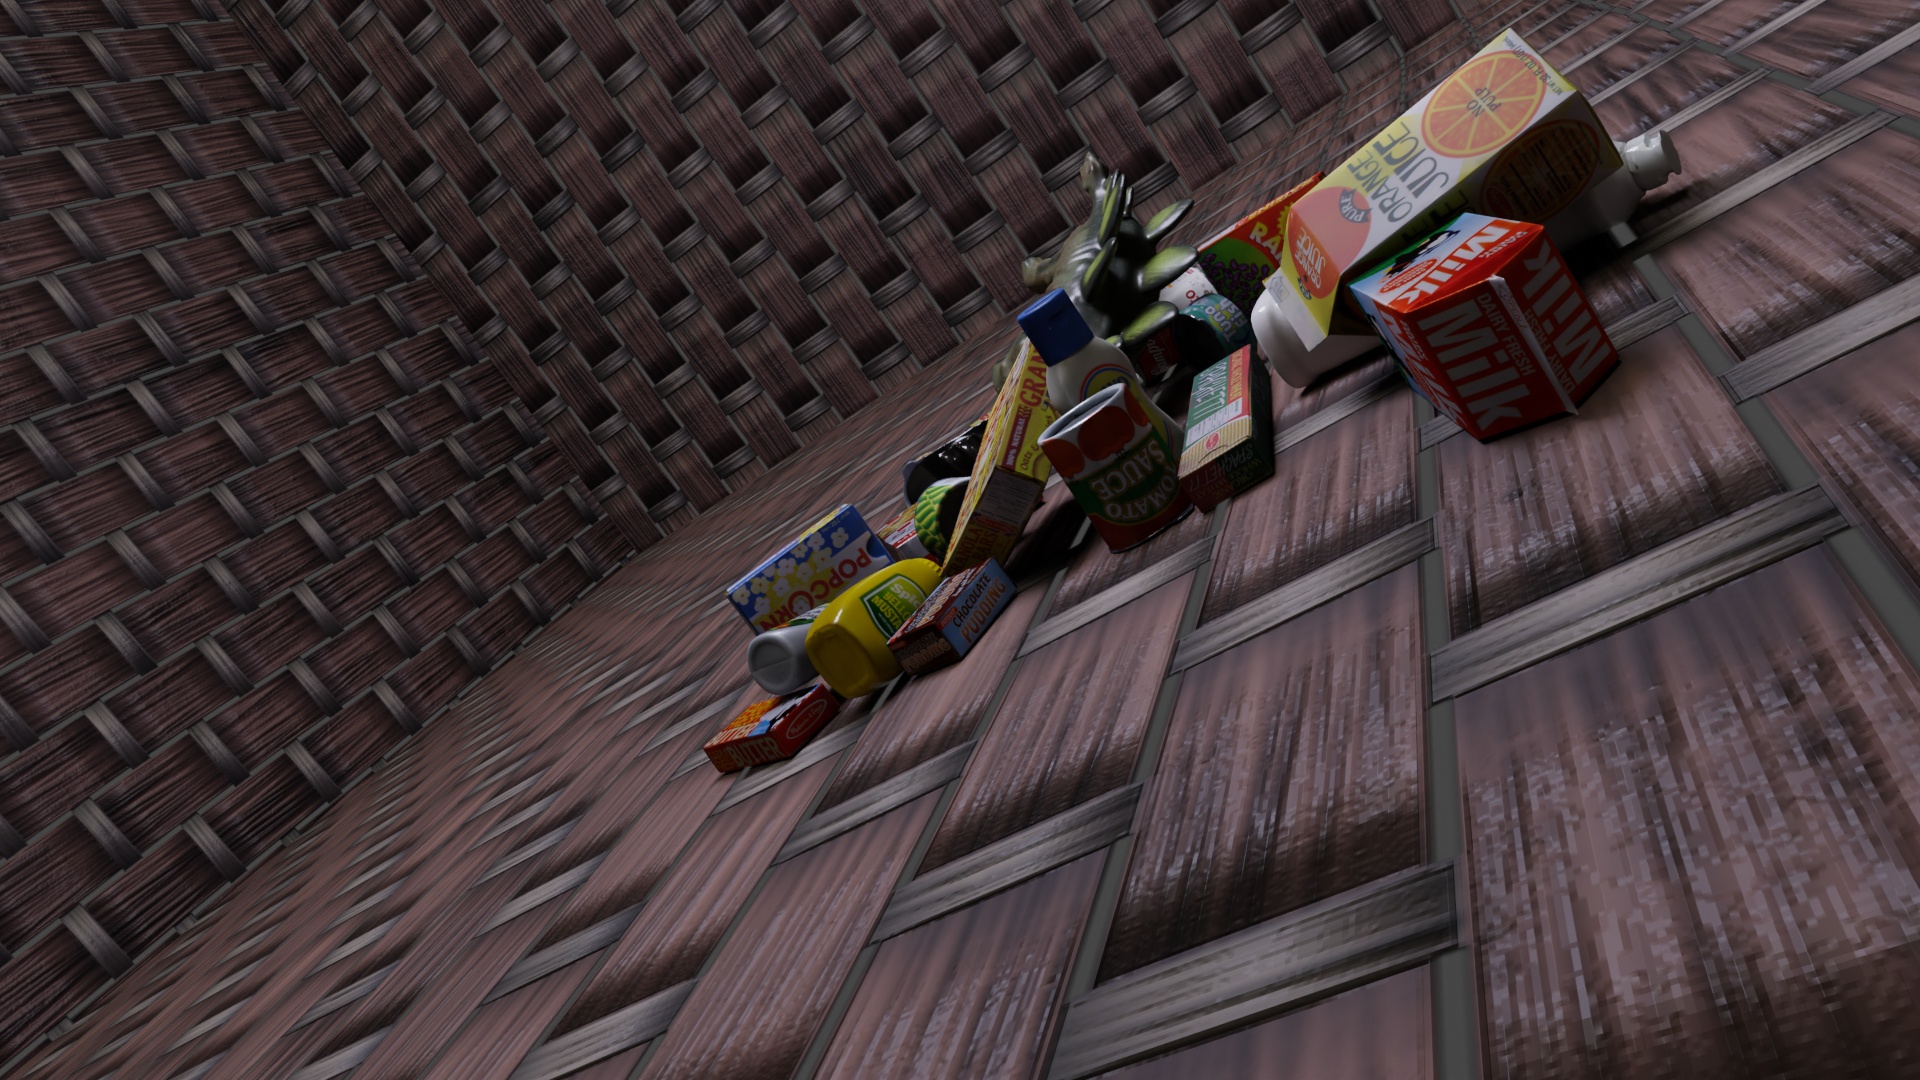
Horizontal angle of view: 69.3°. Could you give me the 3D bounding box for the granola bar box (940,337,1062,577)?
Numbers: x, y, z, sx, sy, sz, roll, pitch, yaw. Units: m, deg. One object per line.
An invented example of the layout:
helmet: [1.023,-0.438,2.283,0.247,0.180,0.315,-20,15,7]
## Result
granola bar box: [0.039,-0.064,0.973,0.123,0.039,0.166,117,173,-48]

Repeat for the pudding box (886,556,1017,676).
pudding box: [-0.005,0.049,0.898,0.049,0.030,0.084,-27,13,41]

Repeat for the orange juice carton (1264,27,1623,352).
orange juice carton: [0.263,-0.188,0.793,0.192,0.073,0.072,-38,45,21]

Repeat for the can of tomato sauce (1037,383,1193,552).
can of tomato sauce: [0.097,-0.045,0.853,0.071,0.083,0.071,-34,10,7]

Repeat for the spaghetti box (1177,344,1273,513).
spaghetti box: [0.177,-0.081,0.913,0.050,0.028,0.251,-31,11,21]

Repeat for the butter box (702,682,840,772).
butter box: [-0.130,0.129,0.950,0.103,0.024,0.053,-22,16,50]

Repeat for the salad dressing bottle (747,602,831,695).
salad dressing bottle: [-0.092,0.066,0.994,0.064,0.044,0.148,-23,2,31]

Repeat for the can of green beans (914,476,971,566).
can of green beans: [0.004,-0.016,1.061,0.071,0.071,0.058,-37,11,-13]

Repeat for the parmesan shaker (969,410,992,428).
parmesan shaker: [0.069,-0.106,1.262,0.103,0.071,0.071,-35,10,-1]

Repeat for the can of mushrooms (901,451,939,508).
can of mushrooms: [-0.022,-0.050,1.283,0.071,0.071,0.033,-34,8,4]

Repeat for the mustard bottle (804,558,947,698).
mustard bottle: [-0.045,0.047,0.946,0.048,0.065,0.161,-36,5,33]

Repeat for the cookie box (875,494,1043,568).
cookie box: [-0.004,-0.020,1.180,0.123,0.040,0.167,-35,9,-5]

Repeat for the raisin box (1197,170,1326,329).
raisin box: [0.274,-0.244,1.182,0.123,0.086,0.040,-29,10,32]

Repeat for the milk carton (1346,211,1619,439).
milk carton: [0.252,-0.106,0.674,0.073,0.072,0.191,-32,11,13]

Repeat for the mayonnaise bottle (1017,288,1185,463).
mayonnaise bottle: [0.092,-0.093,0.902,0.065,0.148,0.041,-37,12,-10]

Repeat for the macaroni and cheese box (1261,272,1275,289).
macaroni and cheese box: [0.319,-0.224,1.075,0.166,0.040,0.124,-32,12,15]

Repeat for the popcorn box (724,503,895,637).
popcorn box: [-0.118,0.039,1.144,0.127,0.085,0.038,-37,9,-9]

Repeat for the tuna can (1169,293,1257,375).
tuna can: [0.199,-0.159,1.087,0.033,0.071,0.071,-38,10,-15]
